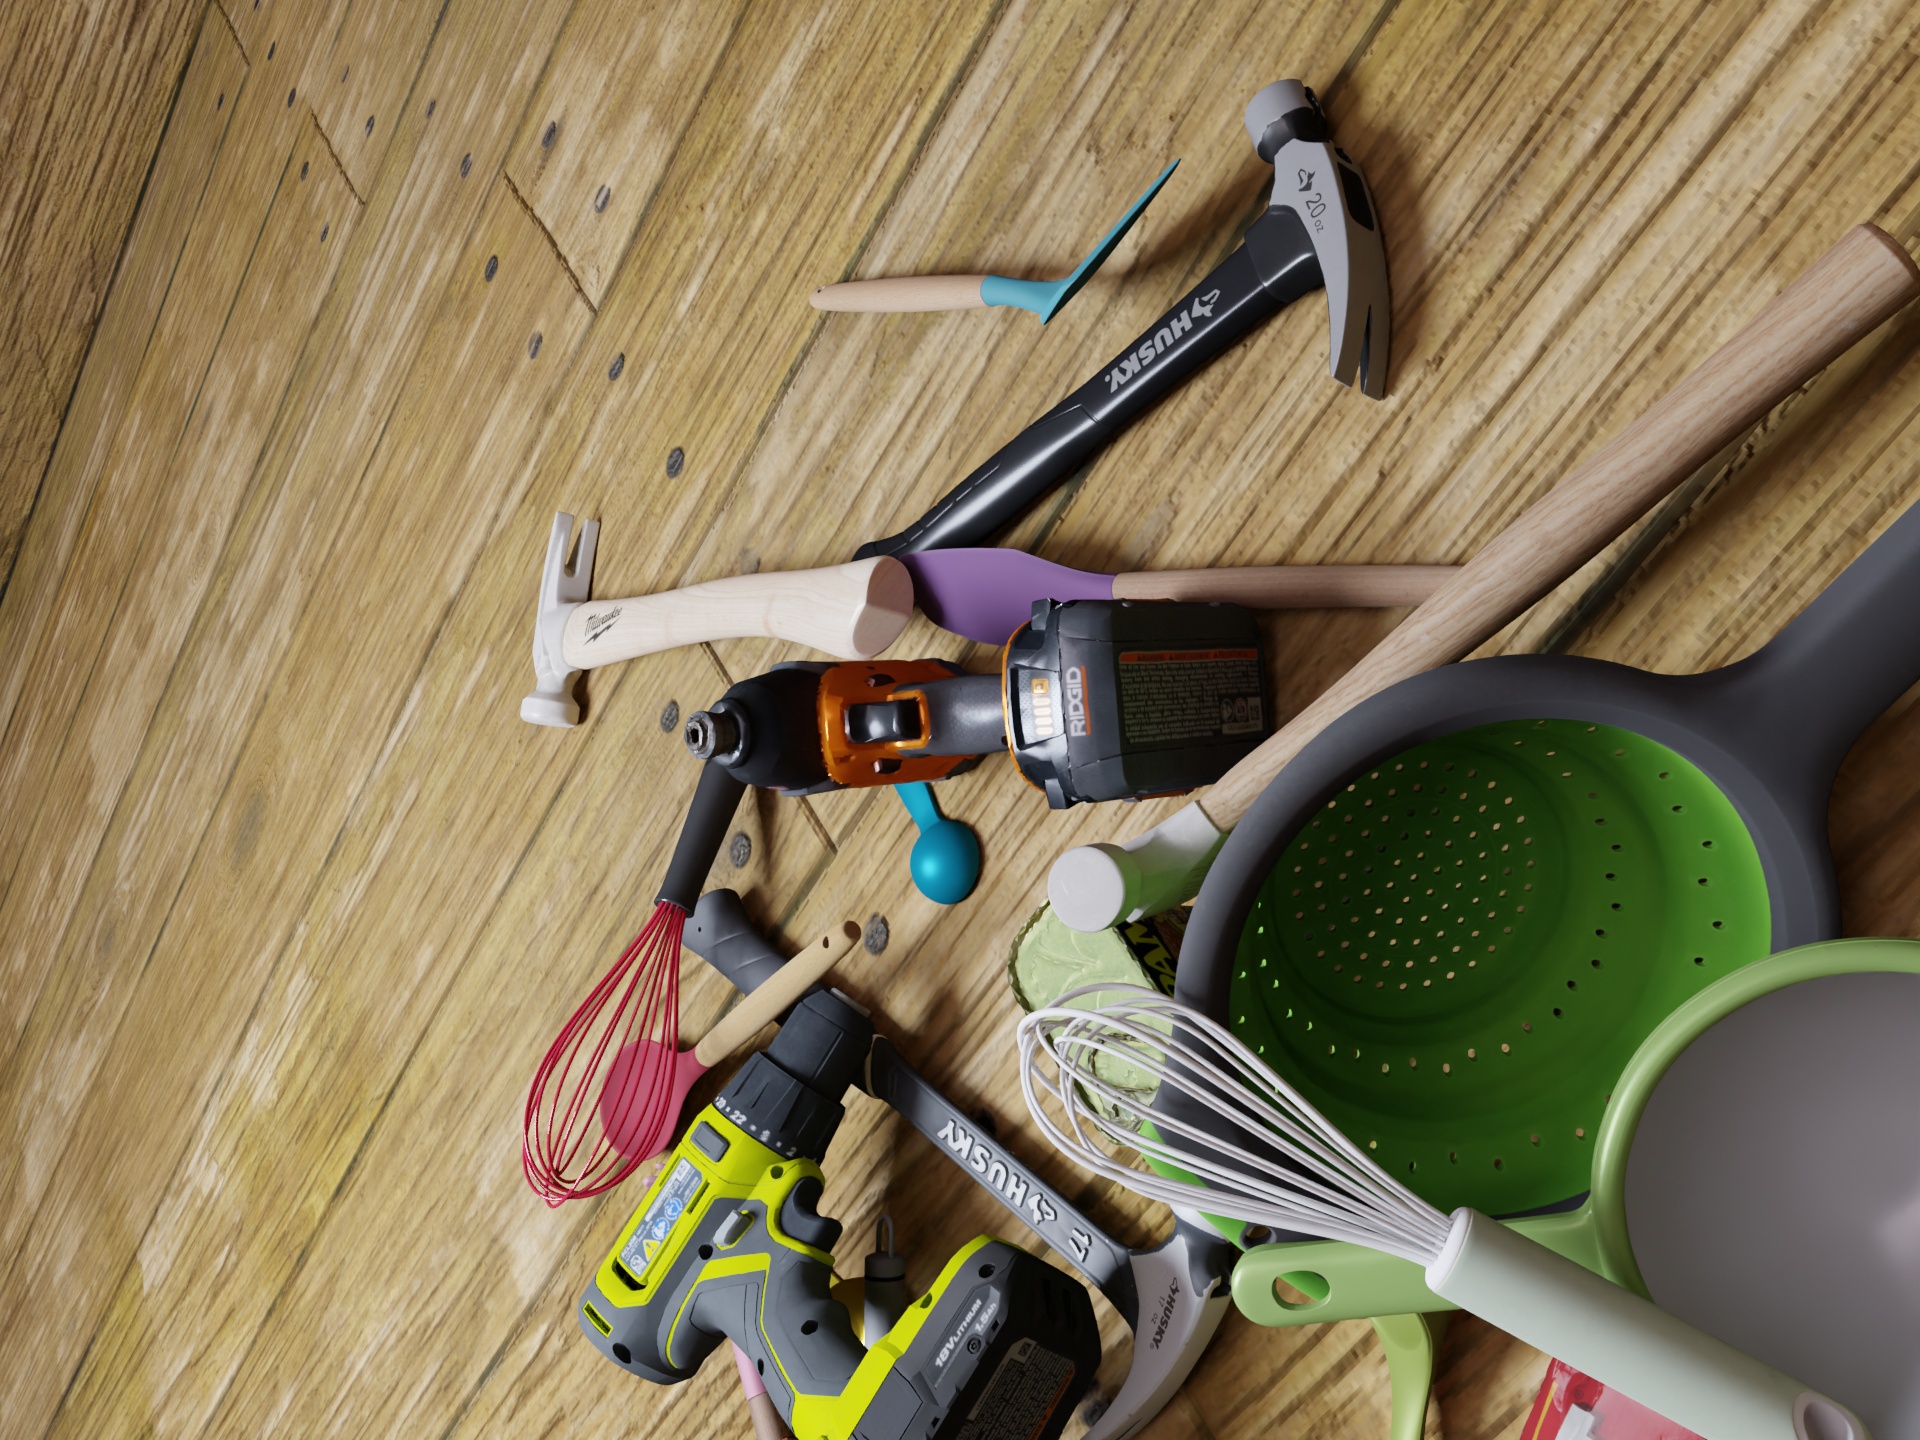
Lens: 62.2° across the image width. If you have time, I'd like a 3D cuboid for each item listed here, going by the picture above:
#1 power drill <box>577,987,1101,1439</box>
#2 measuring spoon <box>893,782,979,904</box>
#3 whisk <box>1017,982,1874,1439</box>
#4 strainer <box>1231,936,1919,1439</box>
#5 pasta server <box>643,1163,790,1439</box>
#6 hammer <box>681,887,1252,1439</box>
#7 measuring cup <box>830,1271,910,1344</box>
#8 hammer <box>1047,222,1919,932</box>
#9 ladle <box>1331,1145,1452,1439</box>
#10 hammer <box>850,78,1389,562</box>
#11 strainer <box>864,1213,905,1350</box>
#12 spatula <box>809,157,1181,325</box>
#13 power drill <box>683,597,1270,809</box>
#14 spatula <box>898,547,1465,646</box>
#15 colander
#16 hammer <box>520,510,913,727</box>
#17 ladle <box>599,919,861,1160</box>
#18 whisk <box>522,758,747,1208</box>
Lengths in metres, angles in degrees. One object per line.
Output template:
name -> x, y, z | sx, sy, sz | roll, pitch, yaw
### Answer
power drill -> -0.052, 0.235, 0.691 | 0.229, 0.080, 0.190 | 23, 76, 47
measuring spoon -> -0.029, 0.039, 0.815 | 0.042, 0.021, 0.129 | -50, 49, 28
whisk -> 0.125, 0.141, 0.435 | 0.246, 0.058, 0.059 | 26, 143, 12
strainer -> 0.208, 0.143, 0.464 | 0.256, 0.069, 0.151 | -15, 89, 21
pasta server -> -0.101, 0.374, 0.810 | 0.060, 0.040, 0.317 | -55, 48, 42
hammer -> -0.029, 0.184, 0.778 | 0.409, 0.036, 0.149 | 28, 103, 47
measuring cup -> -0.080, 0.290, 0.812 | 0.157, 0.029, 0.062 | 20, 97, 48
hammer -> 0.174, -0.036, 0.548 | 0.331, 0.130, 0.031 | -44, 70, 24
ladle -> 0.143, 0.310, 0.552 | 0.078, 0.062, 0.320 | 149, 122, -77
hammer -> 0.056, -0.135, 0.751 | 0.334, 0.035, 0.146 | -35, 57, 37
strainer -> -0.033, 0.357, 0.724 | 0.087, 0.050, 0.258 | 167, 104, -65
spatula -> -0.003, -0.228, 0.809 | 0.082, 0.044, 0.318 | -51, 33, -14
power drill -> -0.001, -0.002, 0.689 | 0.226, 0.164, 0.084 | -5, 89, 43
spatula -> 0.092, -0.056, 0.698 | 0.316, 0.059, 0.018 | 3, 42, 44
colander -> 0.218, 0.010, 0.503 | 0.397, 0.204, 0.094 | -47, 14, 10
hammer -> -0.157, -0.071, 0.939 | 0.411, 0.038, 0.146 | -1, 80, 52
ladle -> -0.127, 0.169, 0.848 | 0.315, 0.031, 0.069 | -43, 56, 48
whisk -> -0.162, 0.120, 0.865 | 0.073, 0.073, 0.296 | -12, 51, 45
